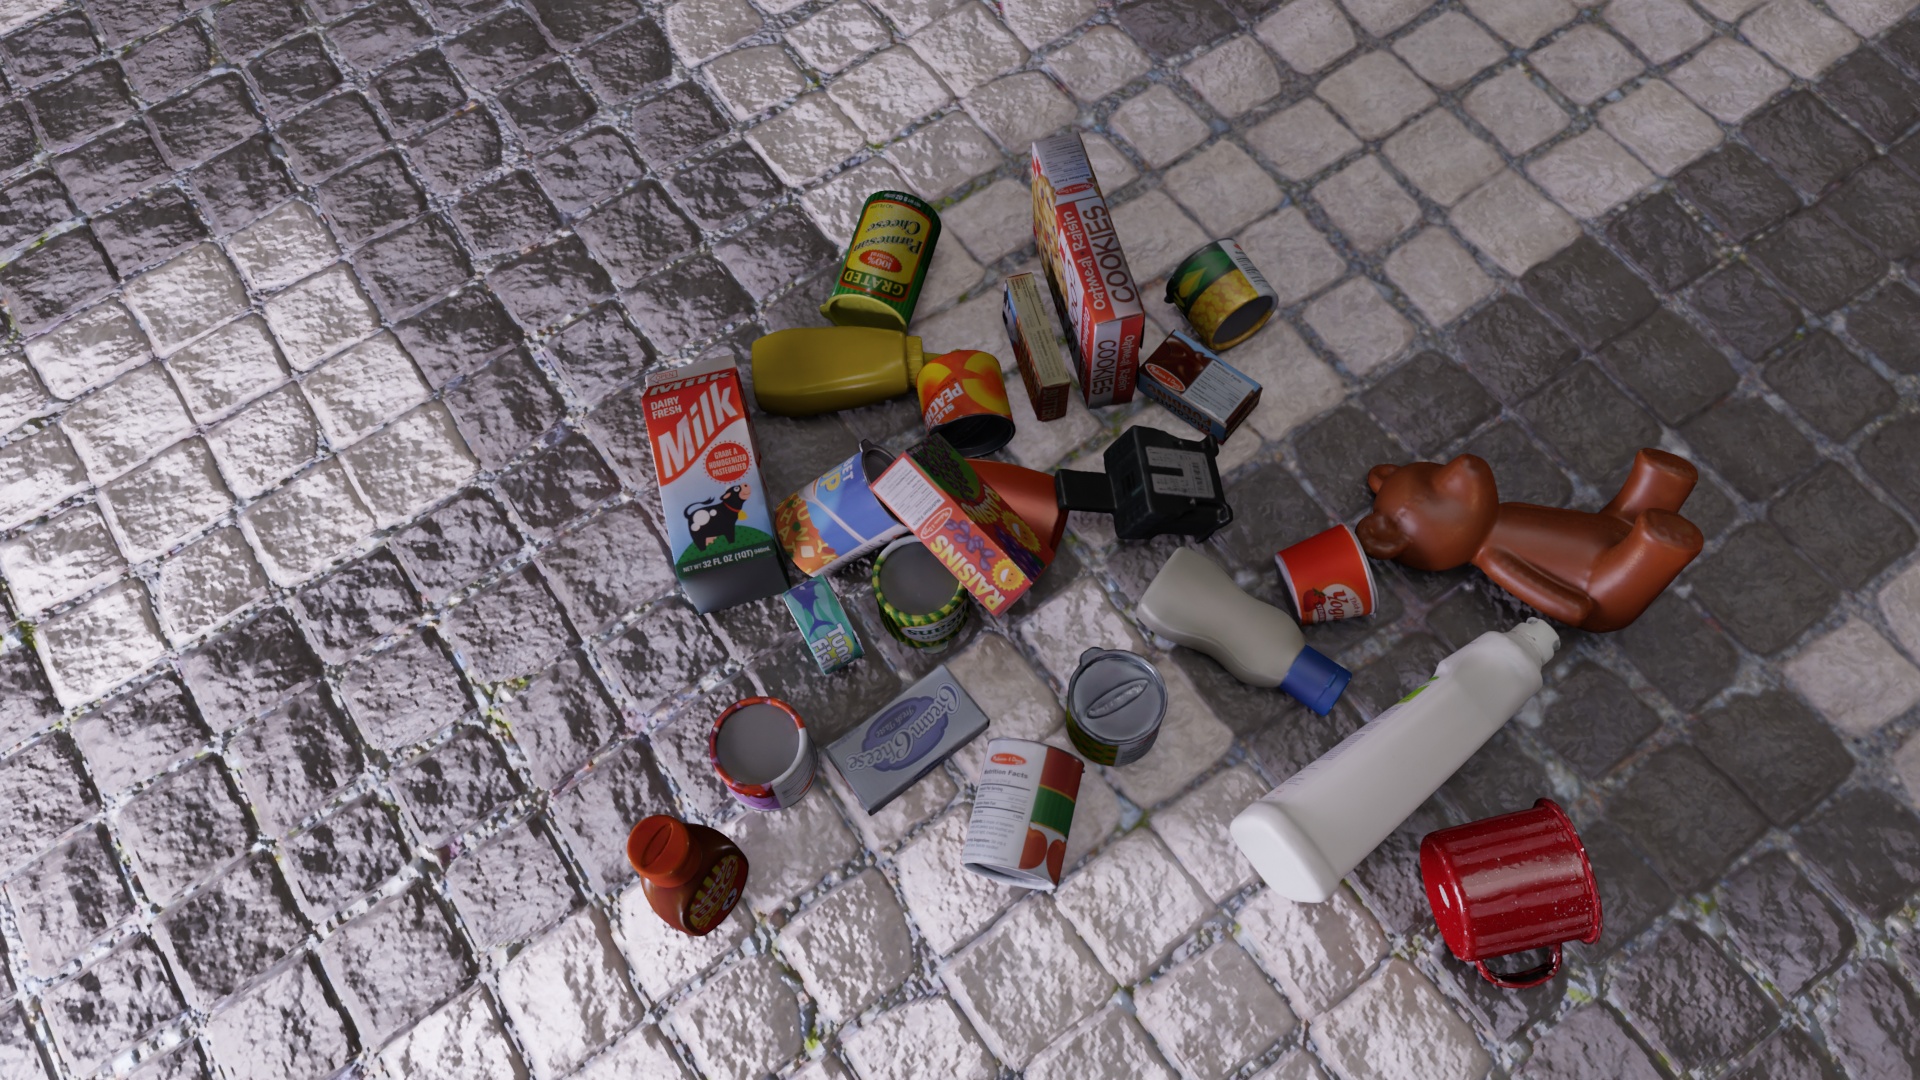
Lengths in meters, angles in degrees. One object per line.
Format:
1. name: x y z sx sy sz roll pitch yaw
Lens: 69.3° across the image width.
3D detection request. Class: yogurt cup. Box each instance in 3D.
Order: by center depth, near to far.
1. yogurt cup: 0.255 0.027 0.973 0.054 0.072 0.072 -18 66 3

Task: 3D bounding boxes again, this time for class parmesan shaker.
1. parmesan shaker: -0.062 -0.216 1.091 0.071 0.071 0.103 13 67 8

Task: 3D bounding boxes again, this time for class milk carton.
1. milk carton: -0.182 -0.051 1.018 0.072 0.073 0.191 -14 66 -4

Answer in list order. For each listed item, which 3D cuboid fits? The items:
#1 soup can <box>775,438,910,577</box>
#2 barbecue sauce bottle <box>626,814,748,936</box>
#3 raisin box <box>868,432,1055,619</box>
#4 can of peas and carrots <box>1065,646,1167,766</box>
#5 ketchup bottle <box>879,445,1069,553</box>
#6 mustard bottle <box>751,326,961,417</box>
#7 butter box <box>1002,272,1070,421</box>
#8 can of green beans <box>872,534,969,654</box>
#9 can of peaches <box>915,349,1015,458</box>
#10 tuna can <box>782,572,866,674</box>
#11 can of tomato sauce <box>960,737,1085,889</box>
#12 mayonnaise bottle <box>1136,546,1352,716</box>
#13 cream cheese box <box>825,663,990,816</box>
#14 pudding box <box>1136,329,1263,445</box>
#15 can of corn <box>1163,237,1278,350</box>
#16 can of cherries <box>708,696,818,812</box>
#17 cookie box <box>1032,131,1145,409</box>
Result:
1. soup can: -0.081 -0.022 0.987 0.083 0.071 0.071 -30 64 23
2. barbecue sauce bottle: -0.171 0.204 0.862 0.044 0.148 0.065 27 70 14
3. raisin box: 0.003 -0.012 0.950 0.123 0.086 0.040 46 108 1
4. can of peas and carrots: 0.103 0.112 0.942 0.071 0.058 0.071 -1 65 2
5. ketchup bottle: 0.004 -0.033 1.019 0.149 0.043 0.065 17 78 10
6. mustard bottle: -0.078 -0.132 1.064 0.160 0.048 0.065 -4 66 -1
7. butter box: 0.057 -0.148 1.064 0.024 0.053 0.104 -14 67 -7
8. can of green beans: -0.027 0.036 0.981 0.071 0.057 0.071 -1 66 2
9. can of peaches: 0.002 -0.101 1.036 0.071 0.071 0.058 -10 65 -2
10. tuna can: -0.094 0.060 0.968 0.033 0.071 0.071 -28 68 -8
11. can of tomato sauce: 0.042 0.180 0.912 0.071 0.071 0.083 12 67 7
12. mayonnaise bottle: 0.199 0.067 0.969 0.148 0.041 0.065 34 73 14
13. cream cheese box: -0.036 0.136 0.955 0.104 0.024 0.053 -35 70 -13
14. pudding box: 0.181 -0.118 1.058 0.084 0.030 0.050 36 73 17
15. can of corn: 0.200 -0.187 1.071 0.071 0.071 0.058 -29 68 -10
16. can of cherries: -0.135 0.143 0.937 0.071 0.058 0.072 -1 66 1
17. cookie box: 0.095 -0.201 1.048 0.040 0.122 0.168 -14 66 -3
